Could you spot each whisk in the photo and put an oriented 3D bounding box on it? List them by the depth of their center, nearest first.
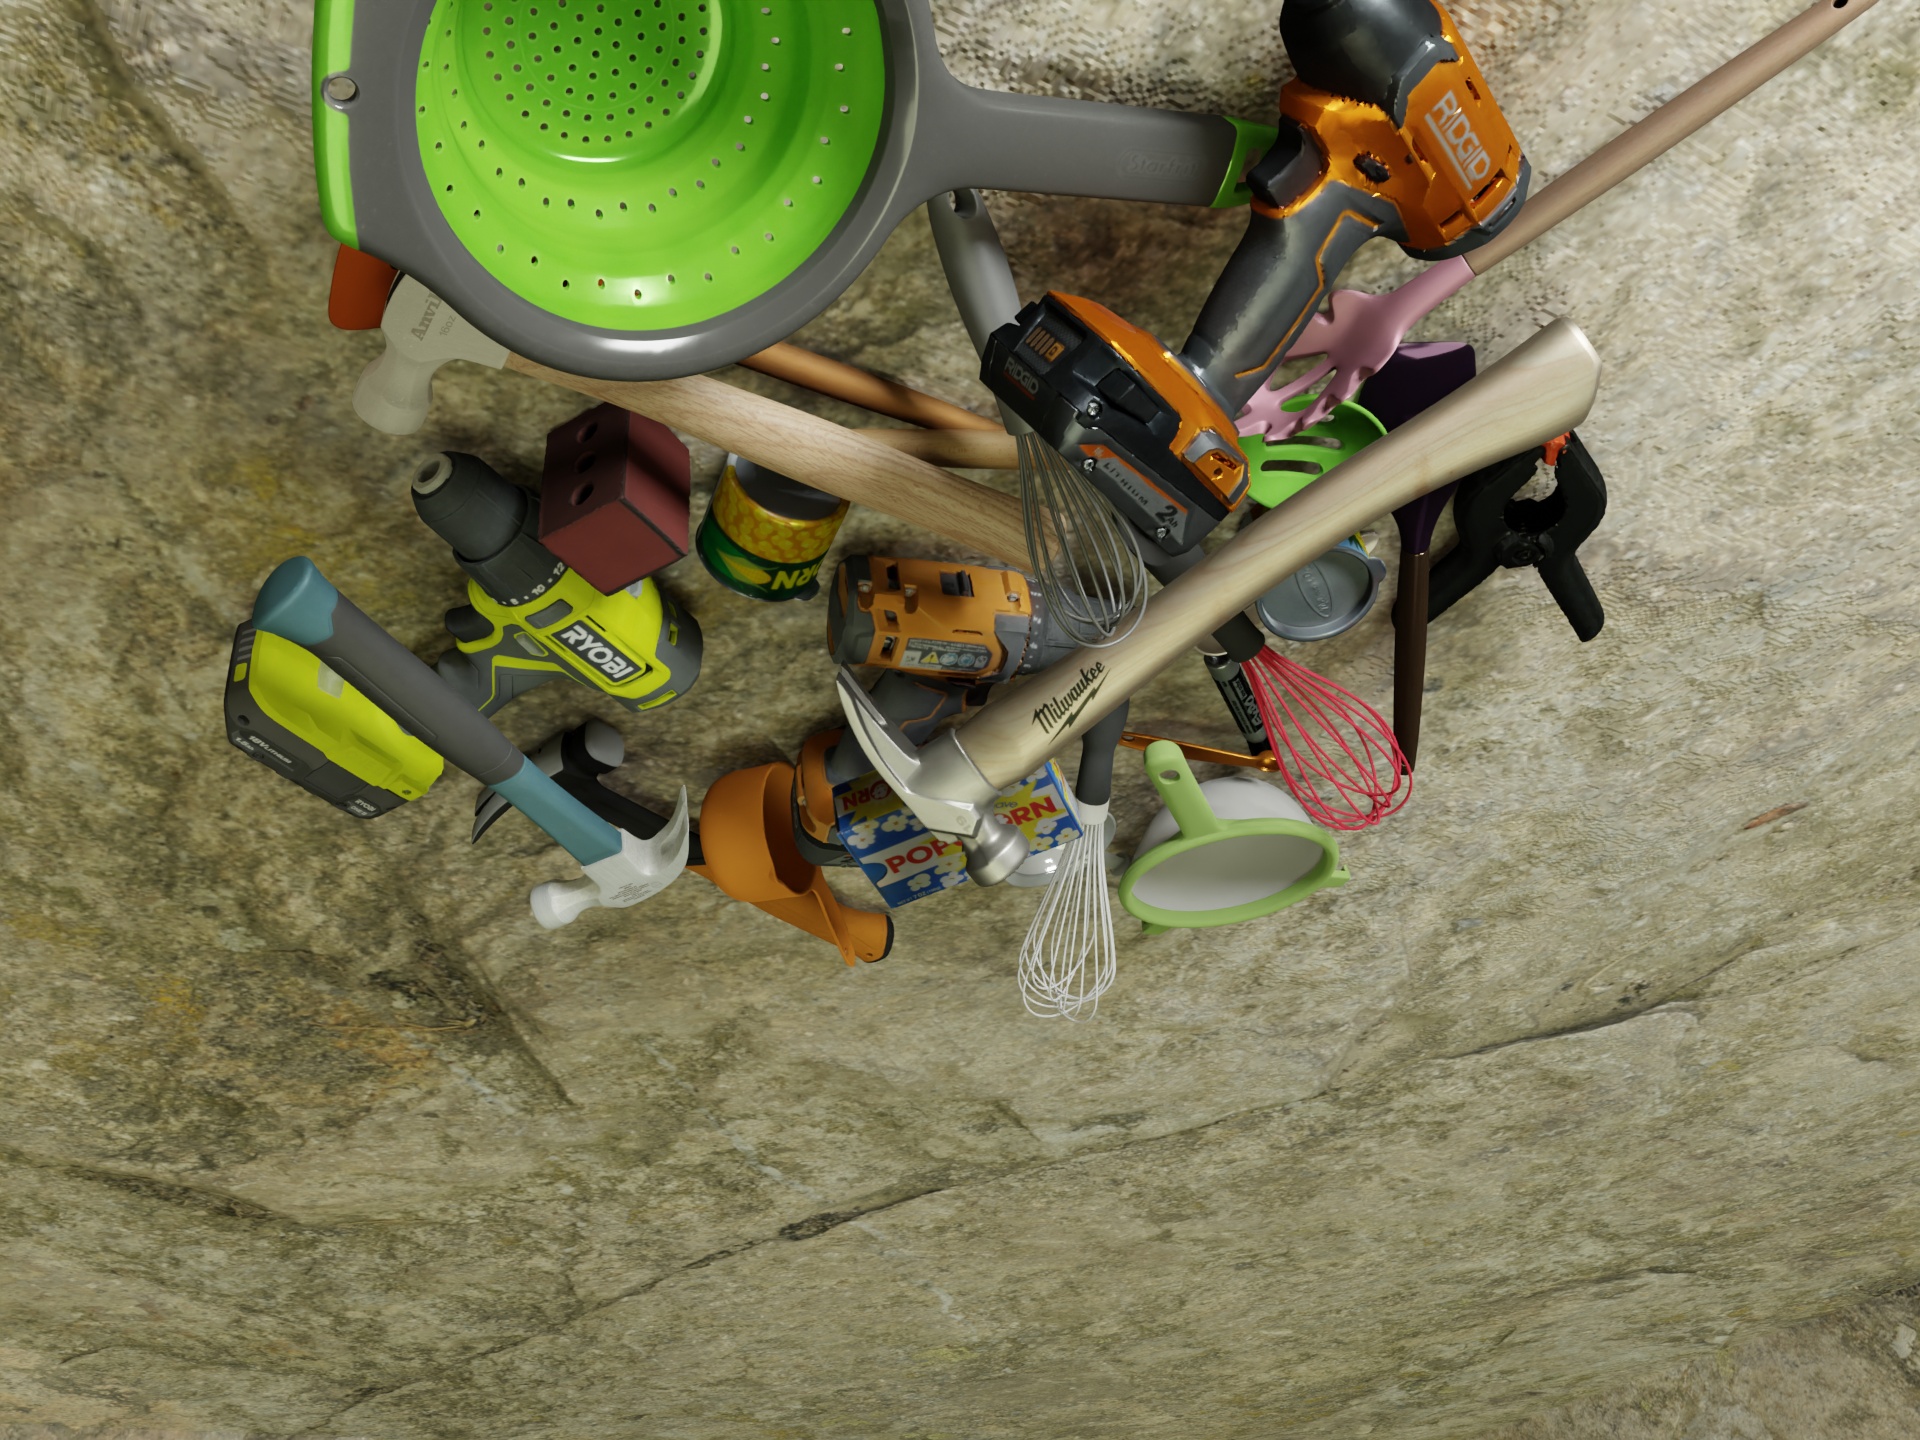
[{"bbox_3d":[0.035,-0.139,0.734,0.055,0.055,0.238,-16,116,14],"label":"whisk"},{"bbox_3d":[0.176,-0.030,0.923,0.073,0.073,0.295,-28,124,27],"label":"whisk"},{"bbox_3d":[0.082,0.082,1.036,0.070,0.070,0.284,1,120,-8],"label":"whisk"}]

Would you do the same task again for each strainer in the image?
[{"bbox_3d":[0.159,0.058,1.048,0.151,0.069,0.256,-17,146,14],"label":"strainer"},{"bbox_3d":[0.109,0.101,1.136,0.258,0.050,0.087,24,122,-42],"label":"strainer"}]

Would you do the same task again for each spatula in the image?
[{"bbox_3d":[-0.117,-0.172,0.735,0.322,0.041,0.081,14,137,-26],"label":"spatula"},{"bbox_3d":[0.253,-0.079,0.897,0.060,0.018,0.315,1,136,15],"label":"spatula"}]

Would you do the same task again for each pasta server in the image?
[{"bbox_3d":[0.251,-0.224,0.716,0.316,0.060,0.040,-32,165,28],"label":"pasta server"}]

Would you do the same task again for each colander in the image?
[{"bbox_3d":[-0.048,-0.244,0.619,0.397,0.095,0.204,-7,132,-30],"label":"colander"}]

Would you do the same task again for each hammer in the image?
[{"bbox_3d":[-0.092,-0.135,0.727,0.331,0.031,0.130,17,132,-28],"label":"hammer"},{"bbox_3d":[0.129,-0.076,0.812,0.410,0.038,0.146,-35,107,14],"label":"hammer"},{"bbox_3d":[-0.257,0.020,0.858,0.128,0.033,0.330,-21,143,11],"label":"hammer"},{"bbox_3d":[-0.171,0.104,1.106,0.127,0.034,0.336,-29,138,27],"label":"hammer"}]

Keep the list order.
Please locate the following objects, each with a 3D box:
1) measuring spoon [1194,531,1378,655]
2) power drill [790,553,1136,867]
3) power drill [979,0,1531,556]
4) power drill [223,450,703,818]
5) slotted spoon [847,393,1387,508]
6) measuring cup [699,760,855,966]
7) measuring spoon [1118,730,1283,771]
[{"bbox_3d":[0.187,-0.078,0.929,0.124,0.018,0.034,-32,128,21],"label":"measuring spoon"},{"bbox_3d":[-0.002,-0.003,0.951,0.185,0.084,0.226,4,138,-16],"label":"power drill"},{"bbox_3d":[0.116,-0.194,0.647,0.226,0.084,0.164,-47,137,9],"label":"power drill"},{"bbox_3d":[-0.280,-0.044,0.858,0.228,0.080,0.190,-24,141,18],"label":"power drill"},{"bbox_3d":[0.066,-0.137,0.799,0.313,0.031,0.070,-1,129,-12],"label":"slotted spoon"},{"bbox_3d":[-0.119,0.105,1.049,0.052,0.095,0.173,-9,127,15],"label":"measuring cup"},{"bbox_3d":[0.152,0.017,1.035,0.117,0.011,0.021,10,153,5],"label":"measuring spoon"}]
